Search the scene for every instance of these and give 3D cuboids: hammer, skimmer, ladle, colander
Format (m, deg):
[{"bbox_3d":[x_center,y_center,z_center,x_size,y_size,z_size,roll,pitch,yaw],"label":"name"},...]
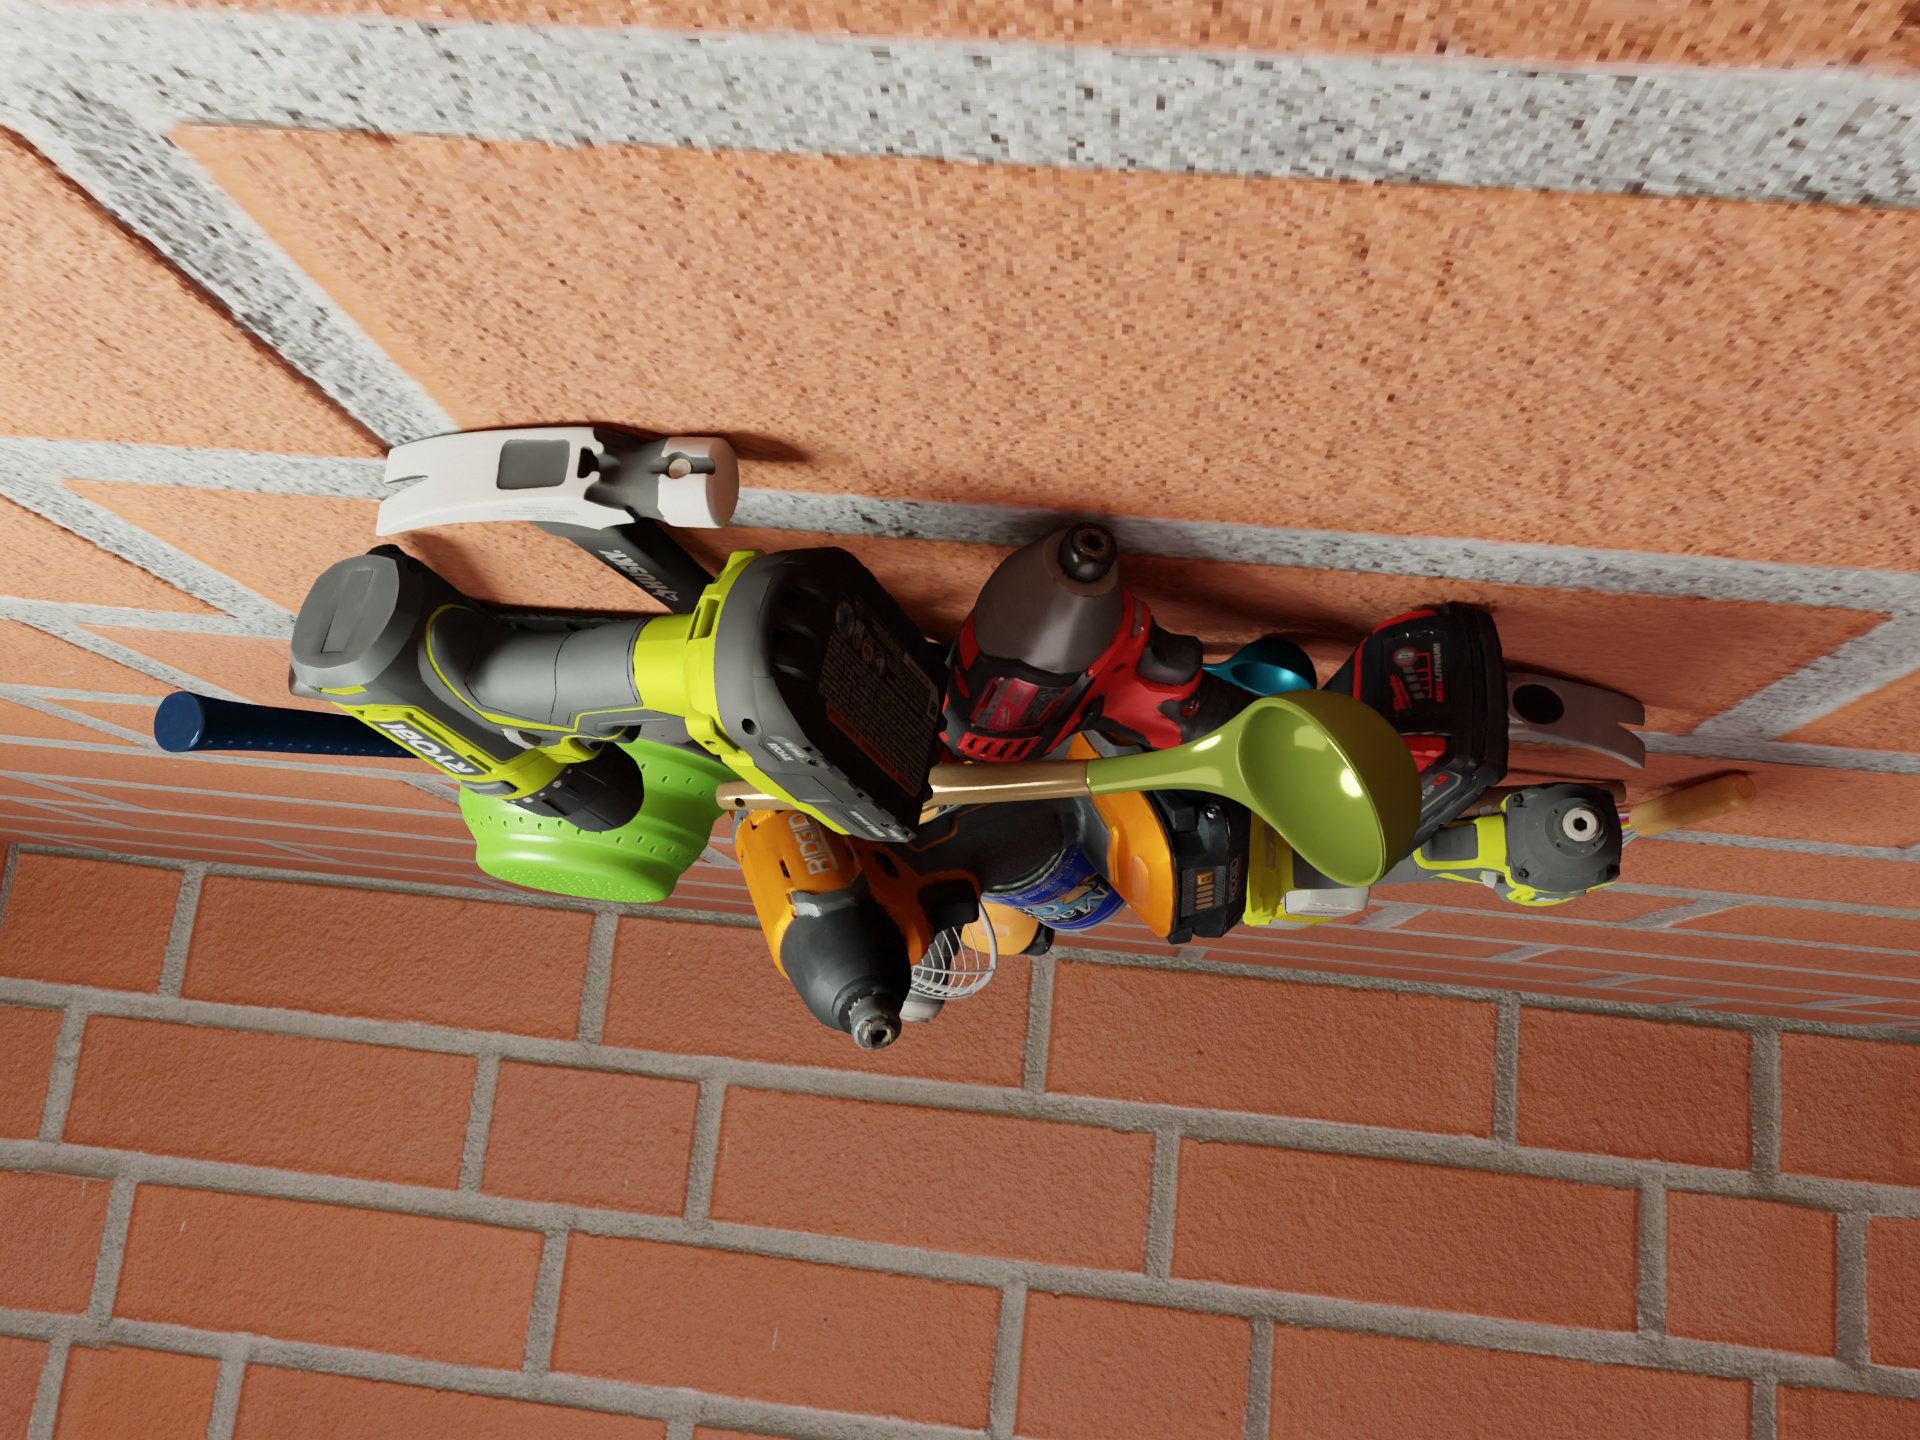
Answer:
[{"bbox_3d":[-0.333,0.018,1.044,0.144,0.035,0.405,0,175,29],"label":"hammer"},{"bbox_3d":[-0.047,0.082,1.075,0.090,0.127,0.363,-29,-165,1],"label":"skimmer"},{"bbox_3d":[0.198,0.022,0.917,0.143,0.038,0.386,10,168,-25],"label":"hammer"},{"bbox_3d":[0.026,0.031,0.646,0.320,0.062,0.078,-4,120,29],"label":"ladle"},{"bbox_3d":[-0.124,-0.055,0.722,0.146,0.035,0.334,3,168,13],"label":"hammer"},{"bbox_3d":[-0.168,0.036,0.837,0.204,0.094,0.397,17,162,-29],"label":"colander"}]

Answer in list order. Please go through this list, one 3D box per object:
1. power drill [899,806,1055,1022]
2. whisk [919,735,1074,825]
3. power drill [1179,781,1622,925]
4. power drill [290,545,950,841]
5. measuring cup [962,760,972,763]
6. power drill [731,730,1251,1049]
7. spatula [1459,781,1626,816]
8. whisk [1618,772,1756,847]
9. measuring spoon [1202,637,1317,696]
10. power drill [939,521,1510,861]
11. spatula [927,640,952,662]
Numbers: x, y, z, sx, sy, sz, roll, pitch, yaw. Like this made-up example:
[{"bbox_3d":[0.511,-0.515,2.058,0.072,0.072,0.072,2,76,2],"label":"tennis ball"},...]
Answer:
[{"bbox_3d":[0.007,0.139,1.224,0.084,0.185,0.226,4,171,22],"label":"power drill"},{"bbox_3d":[0.016,0.032,0.859,0.239,0.055,0.055,-27,157,16],"label":"whisk"},{"bbox_3d":[0.231,0.067,0.852,0.223,0.080,0.171,-3,169,12],"label":"power drill"},{"bbox_3d":[-0.125,-0.001,0.647,0.228,0.080,0.190,0,154,25],"label":"power drill"},{"bbox_3d":[0.073,0.037,0.976,0.173,0.052,0.095,-15,175,44],"label":"measuring cup"},{"bbox_3d":[0.018,0.074,0.748,0.226,0.084,0.164,-13,-146,-13],"label":"power drill"},{"bbox_3d":[0.249,0.054,0.979,0.316,0.018,0.060,-4,177,1],"label":"spatula"},{"bbox_3d":[0.426,0.071,1.026,0.047,0.051,0.245,13,164,-6],"label":"whisk"},{"bbox_3d":[0.111,-0.033,0.765,0.129,0.021,0.042,10,161,31],"label":"measuring spoon"},{"bbox_3d":[0.107,-0.015,0.666,0.219,0.079,0.143,13,148,-10],"label":"power drill"},{"bbox_3d":[-0.001,-0.003,0.886,0.082,0.044,0.317,19,172,11],"label":"spatula"}]
